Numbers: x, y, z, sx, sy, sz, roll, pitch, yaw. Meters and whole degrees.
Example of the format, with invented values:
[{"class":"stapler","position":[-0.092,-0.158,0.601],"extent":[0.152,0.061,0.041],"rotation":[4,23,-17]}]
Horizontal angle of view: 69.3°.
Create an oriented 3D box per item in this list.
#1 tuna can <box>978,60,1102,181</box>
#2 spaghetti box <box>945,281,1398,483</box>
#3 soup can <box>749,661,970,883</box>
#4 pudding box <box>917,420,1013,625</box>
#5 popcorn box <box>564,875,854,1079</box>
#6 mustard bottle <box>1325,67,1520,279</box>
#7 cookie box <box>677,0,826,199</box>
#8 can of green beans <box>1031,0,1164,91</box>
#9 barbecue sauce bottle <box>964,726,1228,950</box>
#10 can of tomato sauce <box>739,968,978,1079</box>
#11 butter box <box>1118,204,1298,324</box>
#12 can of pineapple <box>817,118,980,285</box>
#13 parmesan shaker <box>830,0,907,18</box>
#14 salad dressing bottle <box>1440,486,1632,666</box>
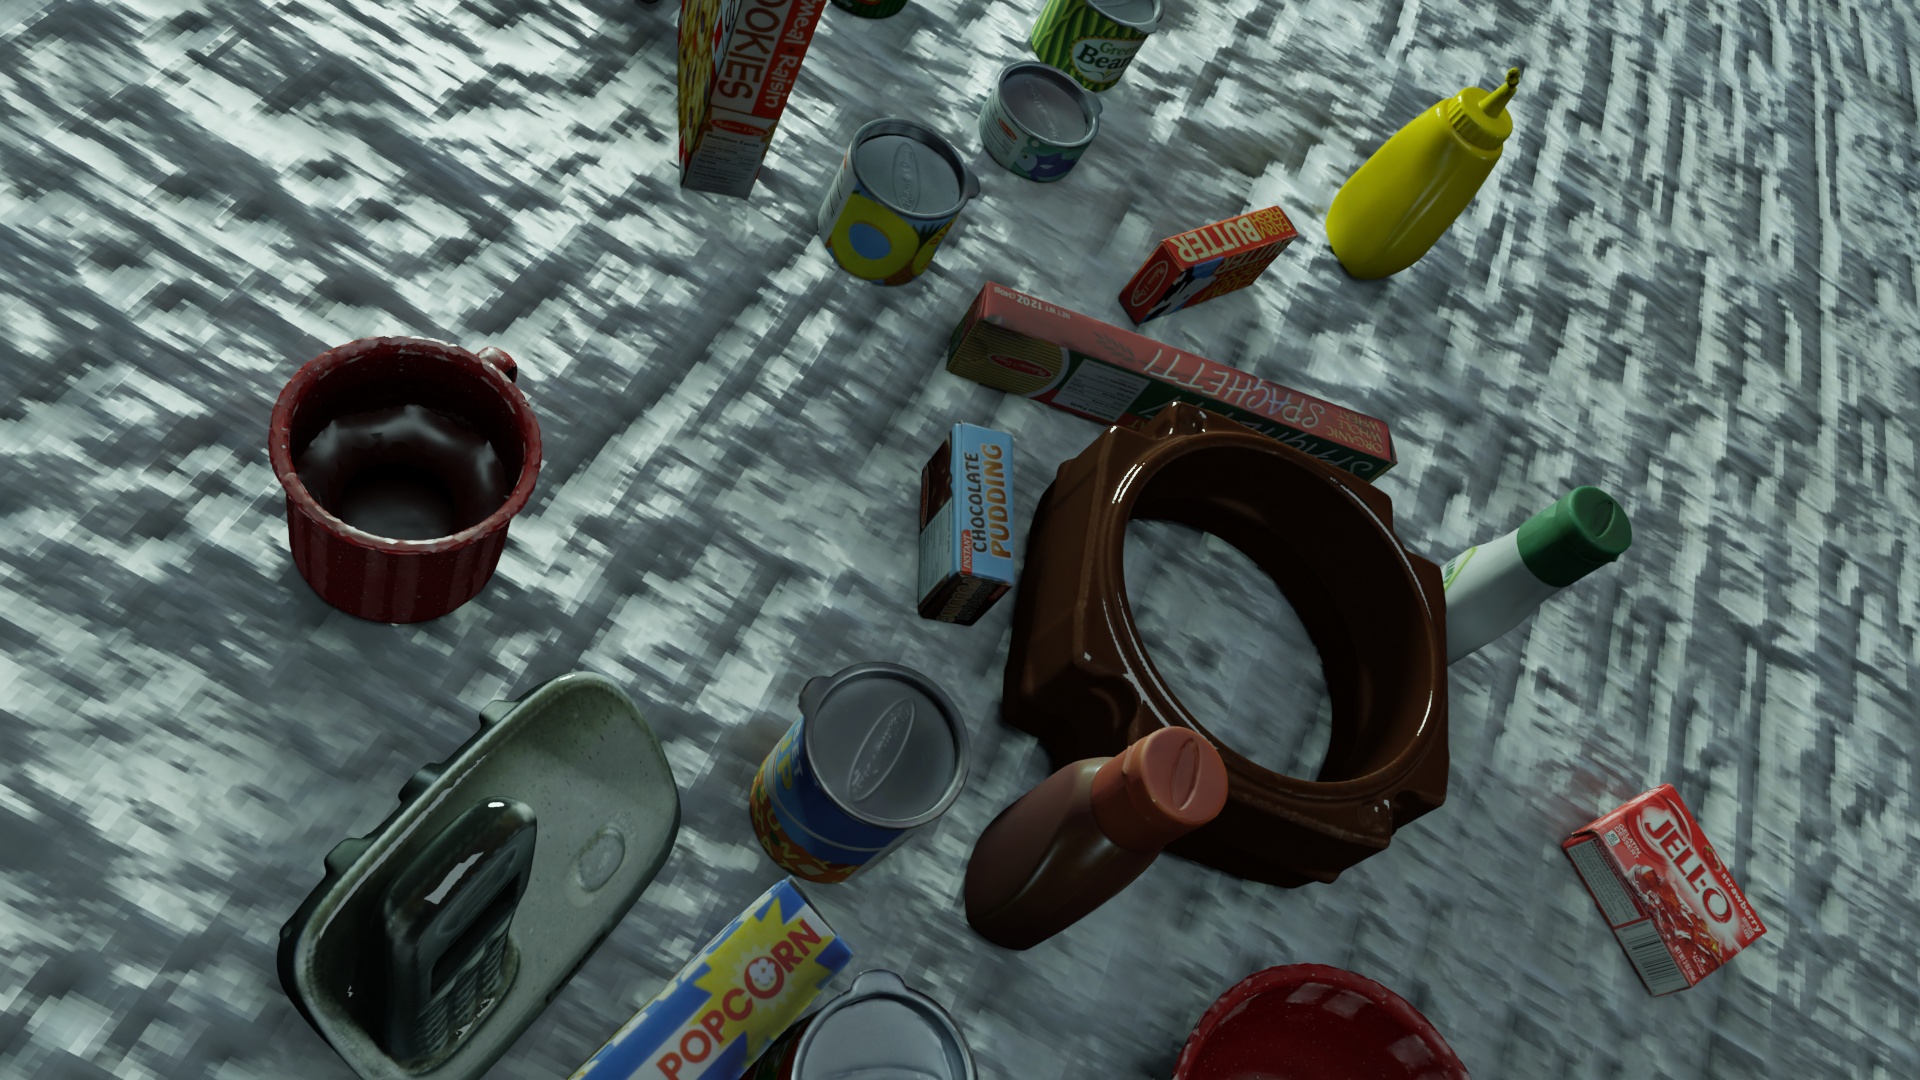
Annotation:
[{"class":"tuna can","position":[0.048,-0.248,0.823],"extent":[0.071,0.032,0.071],"rotation":[12,58,-19]},{"class":"spaghetti box","position":[0.116,-0.076,0.746],"extent":[0.250,0.050,0.029],"rotation":[16,57,-16]},{"class":"soup can","position":[-0.044,0.092,0.553],"extent":[0.071,0.083,0.071],"rotation":[12,58,-19]},{"class":"pudding box","position":[0.002,-0.008,0.654],"extent":[0.030,0.049,0.084],"rotation":[12,58,-19]},{"class":"popcorn box","position":[-0.102,0.179,0.475],"extent":[0.038,0.084,0.127],"rotation":[47,54,5]},{"class":"mustard bottle","position":[0.288,-0.226,0.845],"extent":[0.049,0.159,0.065],"rotation":[-7,66,-29]},{"class":"cookie box","position":[-0.101,-0.271,0.682],"extent":[0.040,0.166,0.123],"rotation":[6,61,-23]},{"class":"can of green beans","position":[0.085,-0.325,0.869],"extent":[0.071,0.057,0.071],"rotation":[12,58,-19]},{"class":"barbecue sauce bottle","position":[0.050,0.115,0.545],"extent":[0.043,0.147,0.065],"rotation":[28,55,-9]},{"class":"can of tomato sauce","position":[-0.041,0.198,0.495],"extent":[0.071,0.082,0.071],"rotation":[12,58,-19]},{"class":"butter box","position":[0.144,-0.161,0.806],"extent":[0.104,0.053,0.024],"rotation":[-23,75,-33]},{"class":"can of pineapple","position":[-0.034,-0.175,0.727],"extent":[0.071,0.057,0.071],"rotation":[12,58,-19]},{"class":"parmesan shaker","position":[-0.041,-0.361,0.802],"extent":[0.071,0.102,0.071],"rotation":[12,58,-19]},{"class":"salad dressing bottle","position":[0.270,0.023,0.703],"extent":[0.044,0.147,0.064],"rotation":[43,54,2]}]
